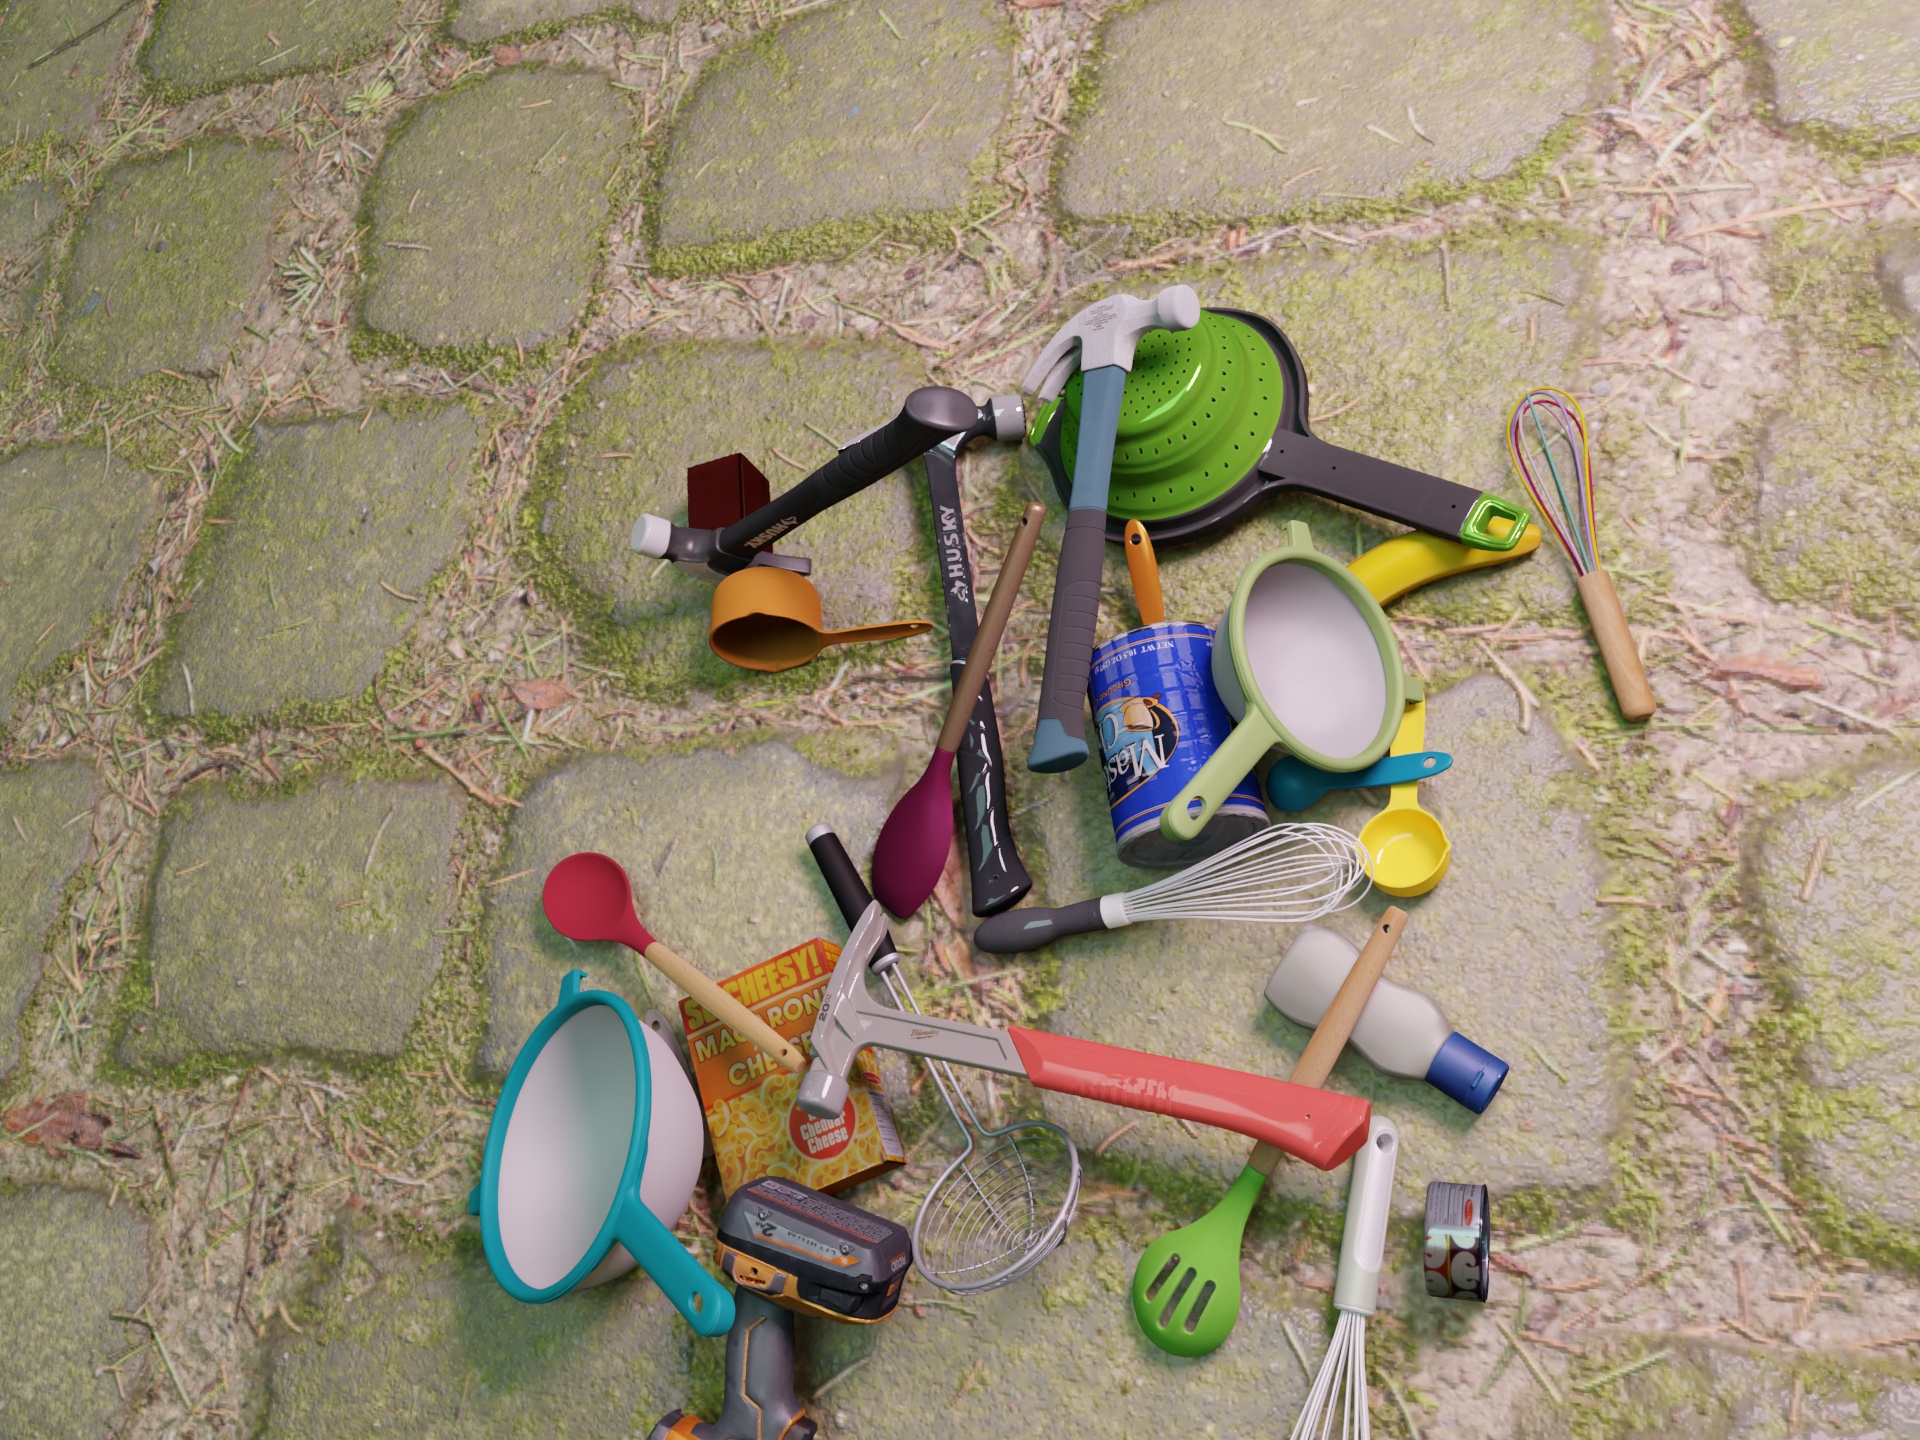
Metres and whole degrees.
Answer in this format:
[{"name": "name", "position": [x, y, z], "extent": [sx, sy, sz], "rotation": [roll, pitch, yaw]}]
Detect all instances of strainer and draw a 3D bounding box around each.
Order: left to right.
[{"name": "strainer", "position": [-0.208, 0.317, 1.067], "extent": [0.341, 0.095, 0.211], "rotation": [22, 88, 52]}, {"name": "strainer", "position": [0.184, -0.002, 1.007], "extent": [0.151, 0.069, 0.256], "rotation": [52, 55, -8]}]

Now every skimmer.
[{"name": "skimmer", "position": [-0.036, 0.211, 1.081], "extent": [0.127, 0.090, 0.364], "rotation": [-34, 62, 8]}]

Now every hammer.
[{"name": "hammer", "position": [-0.098, -0.162, 1.145], "extent": [0.335, 0.146, 0.035], "rotation": [-21, 60, 50]}, {"name": "hammer", "position": [-0.001, -0.055, 1.185], "extent": [0.149, 0.036, 0.409], "rotation": [-7, 70, 1]}, {"name": "hammer", "position": [0.076, 0.210, 1.003], "extent": [0.359, 0.036, 0.149], "rotation": [7, 58, 23]}, {"name": "hammer", "position": [0.085, -0.128, 1.076], "extent": [0.128, 0.033, 0.331], "rotation": [-1, 78, 43]}]

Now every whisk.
[{"name": "whisk", "position": [0.134, 0.119, 1.061], "extent": [0.284, 0.070, 0.070], "rotation": [-15, 66, 25]}, {"name": "whisk", "position": [0.233, 0.358, 0.945], "extent": [0.057, 0.059, 0.246], "rotation": [19, 70, -13]}, {"name": "whisk", "position": [0.414, -0.116, 1.051], "extent": [0.047, 0.051, 0.245], "rotation": [-15, 69, 10]}]

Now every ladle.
[{"name": "ladle", "position": [-0.211, 0.178, 1.164], "extent": [0.316, 0.031, 0.069], "rotation": [26, 75, 42]}]

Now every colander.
[{"name": "colander", "position": [0.202, -0.206, 1.112], "extent": [0.397, 0.094, 0.204], "rotation": [27, 83, 35]}]

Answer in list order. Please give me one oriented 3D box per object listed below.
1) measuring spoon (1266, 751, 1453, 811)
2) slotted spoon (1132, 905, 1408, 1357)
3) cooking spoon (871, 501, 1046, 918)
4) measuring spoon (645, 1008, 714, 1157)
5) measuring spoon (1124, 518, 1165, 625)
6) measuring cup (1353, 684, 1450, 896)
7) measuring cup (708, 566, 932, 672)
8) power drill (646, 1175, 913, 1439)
[{"name": "measuring spoon", "position": [0.259, 0.032, 1.050], "extent": [0.128, 0.021, 0.042], "rotation": [-12, 51, 33]}, {"name": "slotted spoon", "position": [0.194, 0.253, 0.981], "extent": [0.070, 0.031, 0.314], "rotation": [30, 92, 29]}, {"name": "cooking spoon", "position": [-0.002, -0.004, 1.114], "extent": [0.069, 0.017, 0.318], "rotation": [36, 113, 39]}, {"name": "measuring spoon", "position": [-0.210, 0.265, 1.173], "extent": [0.034, 0.018, 0.124], "rotation": [-36, 61, 7]}, {"name": "measuring spoon", "position": [0.134, -0.087, 1.143], "extent": [0.021, 0.011, 0.117], "rotation": [-11, 91, 25]}, {"name": "measuring cup", "position": [0.297, 0.044, 1.052], "extent": [0.062, 0.029, 0.157], "rotation": [-4, 58, 27]}, {"name": "measuring cup", "position": [-0.109, -0.085, 1.238], "extent": [0.173, 0.095, 0.052], "rotation": [-5, 63, 1]}, {"name": "power drill", "position": [-0.098, 0.432, 1.021], "extent": [0.185, 0.084, 0.226], "rotation": [16, 90, 18]}]
